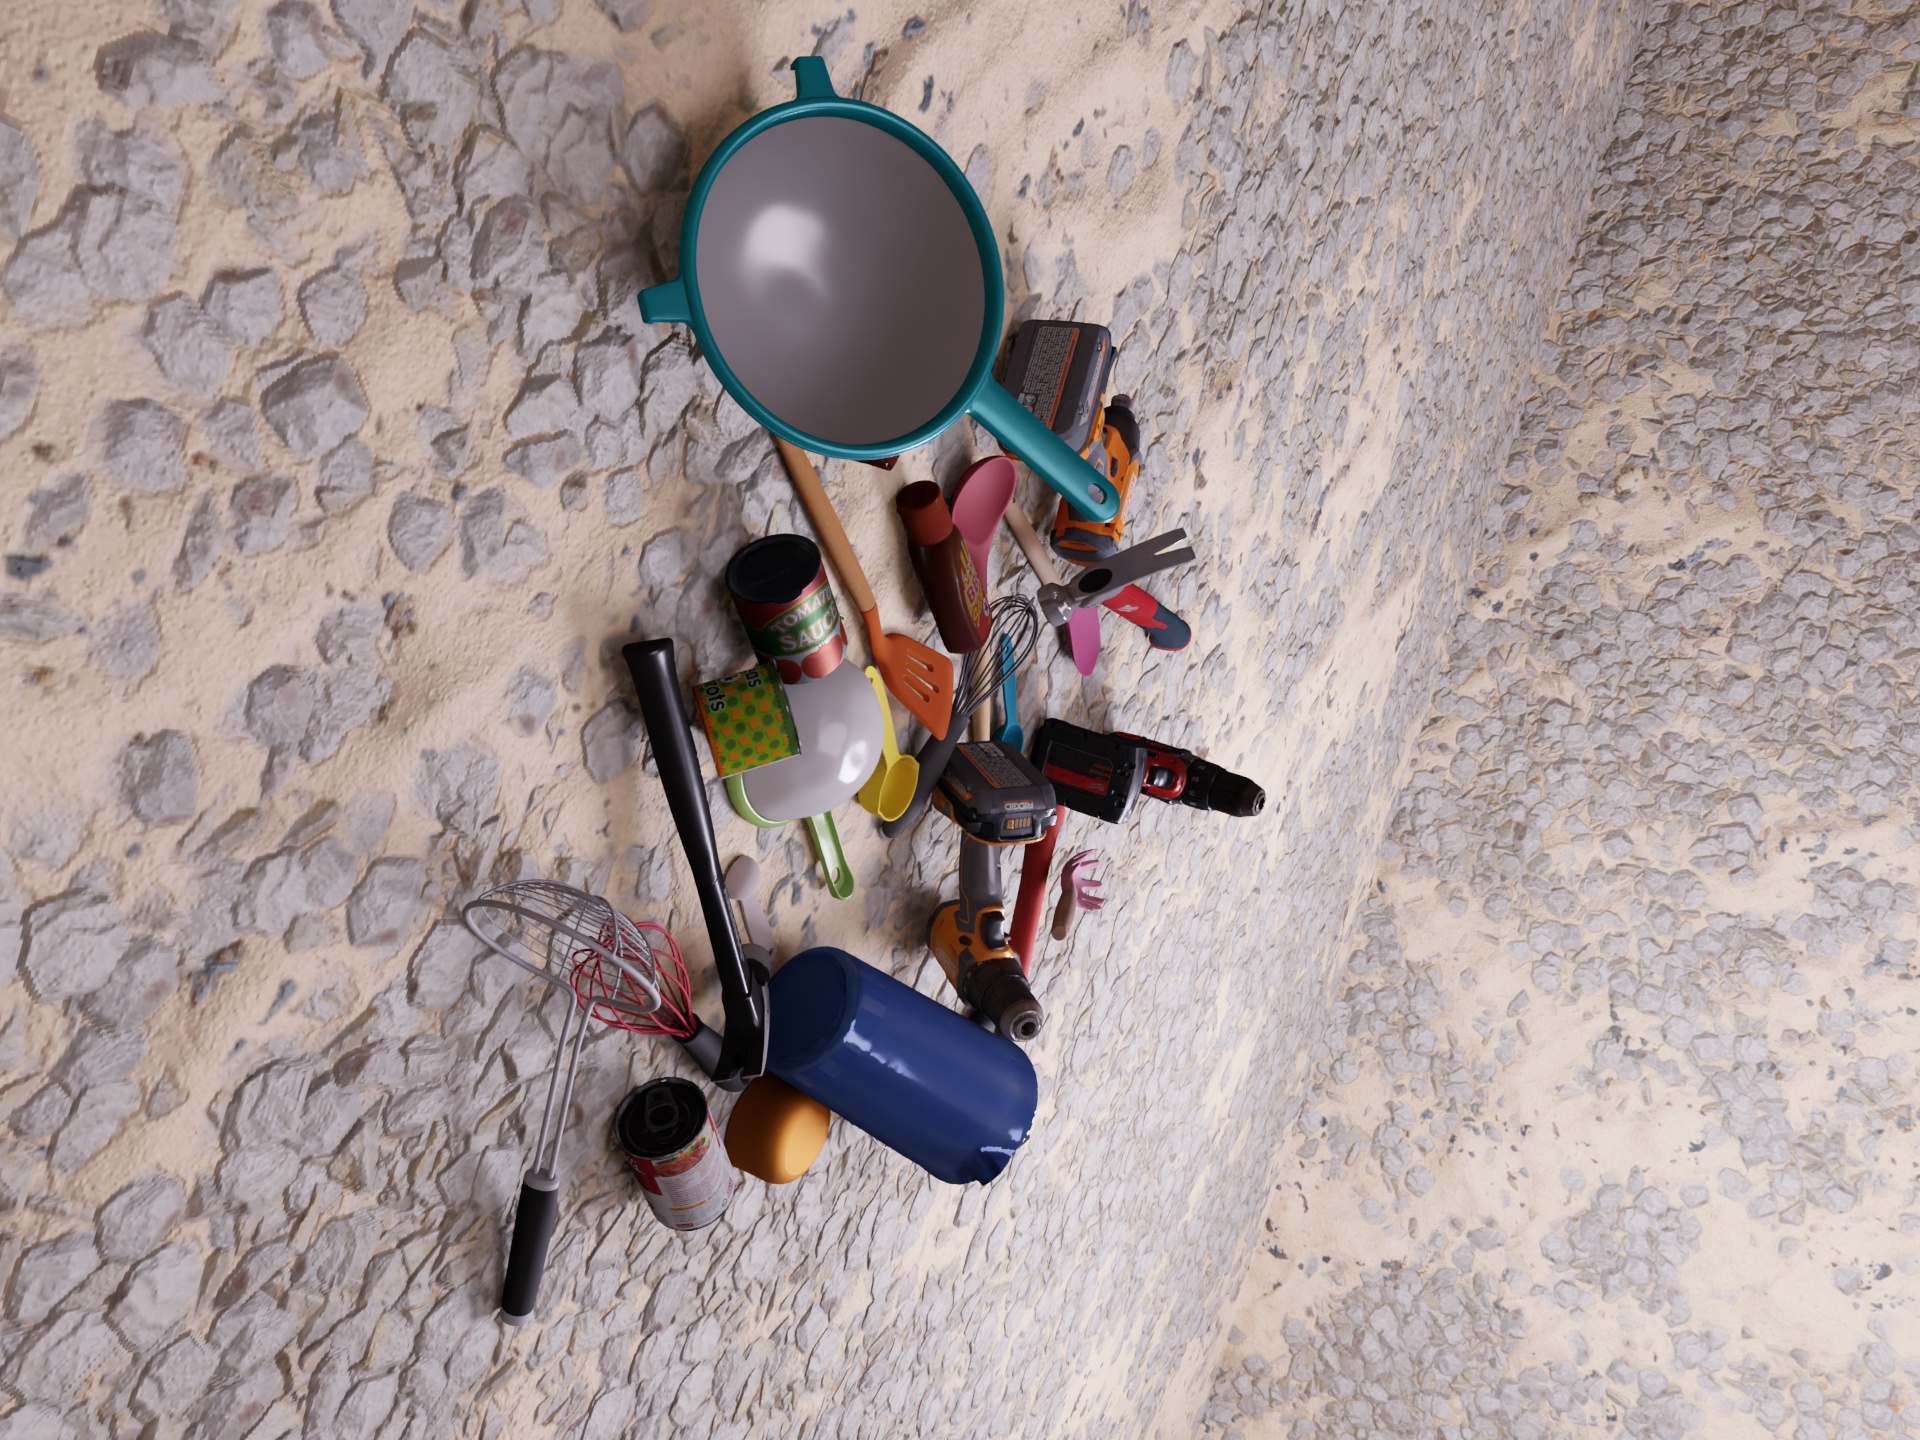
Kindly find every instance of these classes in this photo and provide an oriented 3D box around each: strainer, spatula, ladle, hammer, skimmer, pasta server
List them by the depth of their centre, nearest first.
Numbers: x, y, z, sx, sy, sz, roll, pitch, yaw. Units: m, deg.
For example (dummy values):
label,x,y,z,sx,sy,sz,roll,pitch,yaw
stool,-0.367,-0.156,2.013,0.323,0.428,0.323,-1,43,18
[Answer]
label,x,y,z,sx,sy,sz,roll,pitch,yaw
skimmer,-0.266,0.254,0.988,0.090,0.127,0.363,-50,158,-65
strainer,-0.039,-0.228,1.003,0.340,0.095,0.211,36,75,-27
hammer,-0.174,0.092,1.069,0.146,0.035,0.334,-98,179,-58
spatula,-0.069,-0.104,1.189,0.322,0.041,0.081,65,26,-51
strainer,-0.094,0.054,1.206,0.151,0.069,0.256,-50,144,-36
ladle,0.018,-0.089,1.373,0.069,0.031,0.315,-26,133,-30
pasta server,0.105,0.164,1.449,0.316,0.040,0.060,-23,106,-83
hammer,0.055,0.235,1.501,0.149,0.036,0.359,134,-26,-59
hammer,0.193,-0.115,1.568,0.038,0.143,0.386,70,16,11

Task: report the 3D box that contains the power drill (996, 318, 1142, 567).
label,x,y,z,sx,sy,sz,roll,pitch,yaw
power drill,0.105,-0.251,1.376,0.226,0.084,0.164,50,53,-63

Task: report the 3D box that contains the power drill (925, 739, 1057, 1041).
label,x,y,z,sx,sy,sz,roll,pitch,yaw
power drill,0.029,0.152,1.383,0.084,0.185,0.226,-4,113,-20

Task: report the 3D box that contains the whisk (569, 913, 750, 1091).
label,x,y,z,sx,sy,sz,roll,pitch,yaw
whisk,-0.201,0.211,1.123,0.073,0.073,0.295,-60,156,-21

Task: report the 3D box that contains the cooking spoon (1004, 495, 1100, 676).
label,x,y,z,sx,sy,sz,roll,pitch,yaw
cooking spoon,0.086,-0.128,1.483,0.318,0.017,0.069,53,52,-58

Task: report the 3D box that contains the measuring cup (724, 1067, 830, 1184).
label,x,y,z,sx,sy,sz,roll,pitch,yaw
measuring cup,-0.124,0.333,1.336,0.173,0.052,0.095,-2,108,-59

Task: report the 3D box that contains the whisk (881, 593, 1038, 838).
label,x,y,z,sx,sy,sz,roll,pitch,yaw
whisk,-0.001,-0.004,1.344,0.239,0.055,0.055,-60,152,1

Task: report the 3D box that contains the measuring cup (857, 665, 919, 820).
label,x,y,z,sx,sy,sz,roll,pitch,yaw
measuring cup,-0.069,0.015,1.278,0.062,0.029,0.156,-49,143,-36

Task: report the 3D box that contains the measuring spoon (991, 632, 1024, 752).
label,x,y,z,sx,sy,sz,roll,pitch,yaw
measuring spoon,0.038,-0.020,1.470,0.042,0.021,0.128,-29,122,-52

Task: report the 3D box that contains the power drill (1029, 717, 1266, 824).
label,x,y,z,sx,sy,sz,roll,pitch,yaw
power drill,0.190,0.058,1.611,0.226,0.188,0.080,4,102,-58

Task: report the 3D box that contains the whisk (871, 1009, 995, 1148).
label,x,y,z,sx,sy,sz,roll,pitch,yaw
whisk,-0.021,0.327,1.527,0.284,0.070,0.070,-26,128,-61

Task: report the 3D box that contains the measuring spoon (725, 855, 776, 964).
label,x,y,z,sx,sy,sz,roll,pitch,yaw
measuring spoon,-0.152,0.150,1.212,0.034,0.018,0.124,-52,147,-34
